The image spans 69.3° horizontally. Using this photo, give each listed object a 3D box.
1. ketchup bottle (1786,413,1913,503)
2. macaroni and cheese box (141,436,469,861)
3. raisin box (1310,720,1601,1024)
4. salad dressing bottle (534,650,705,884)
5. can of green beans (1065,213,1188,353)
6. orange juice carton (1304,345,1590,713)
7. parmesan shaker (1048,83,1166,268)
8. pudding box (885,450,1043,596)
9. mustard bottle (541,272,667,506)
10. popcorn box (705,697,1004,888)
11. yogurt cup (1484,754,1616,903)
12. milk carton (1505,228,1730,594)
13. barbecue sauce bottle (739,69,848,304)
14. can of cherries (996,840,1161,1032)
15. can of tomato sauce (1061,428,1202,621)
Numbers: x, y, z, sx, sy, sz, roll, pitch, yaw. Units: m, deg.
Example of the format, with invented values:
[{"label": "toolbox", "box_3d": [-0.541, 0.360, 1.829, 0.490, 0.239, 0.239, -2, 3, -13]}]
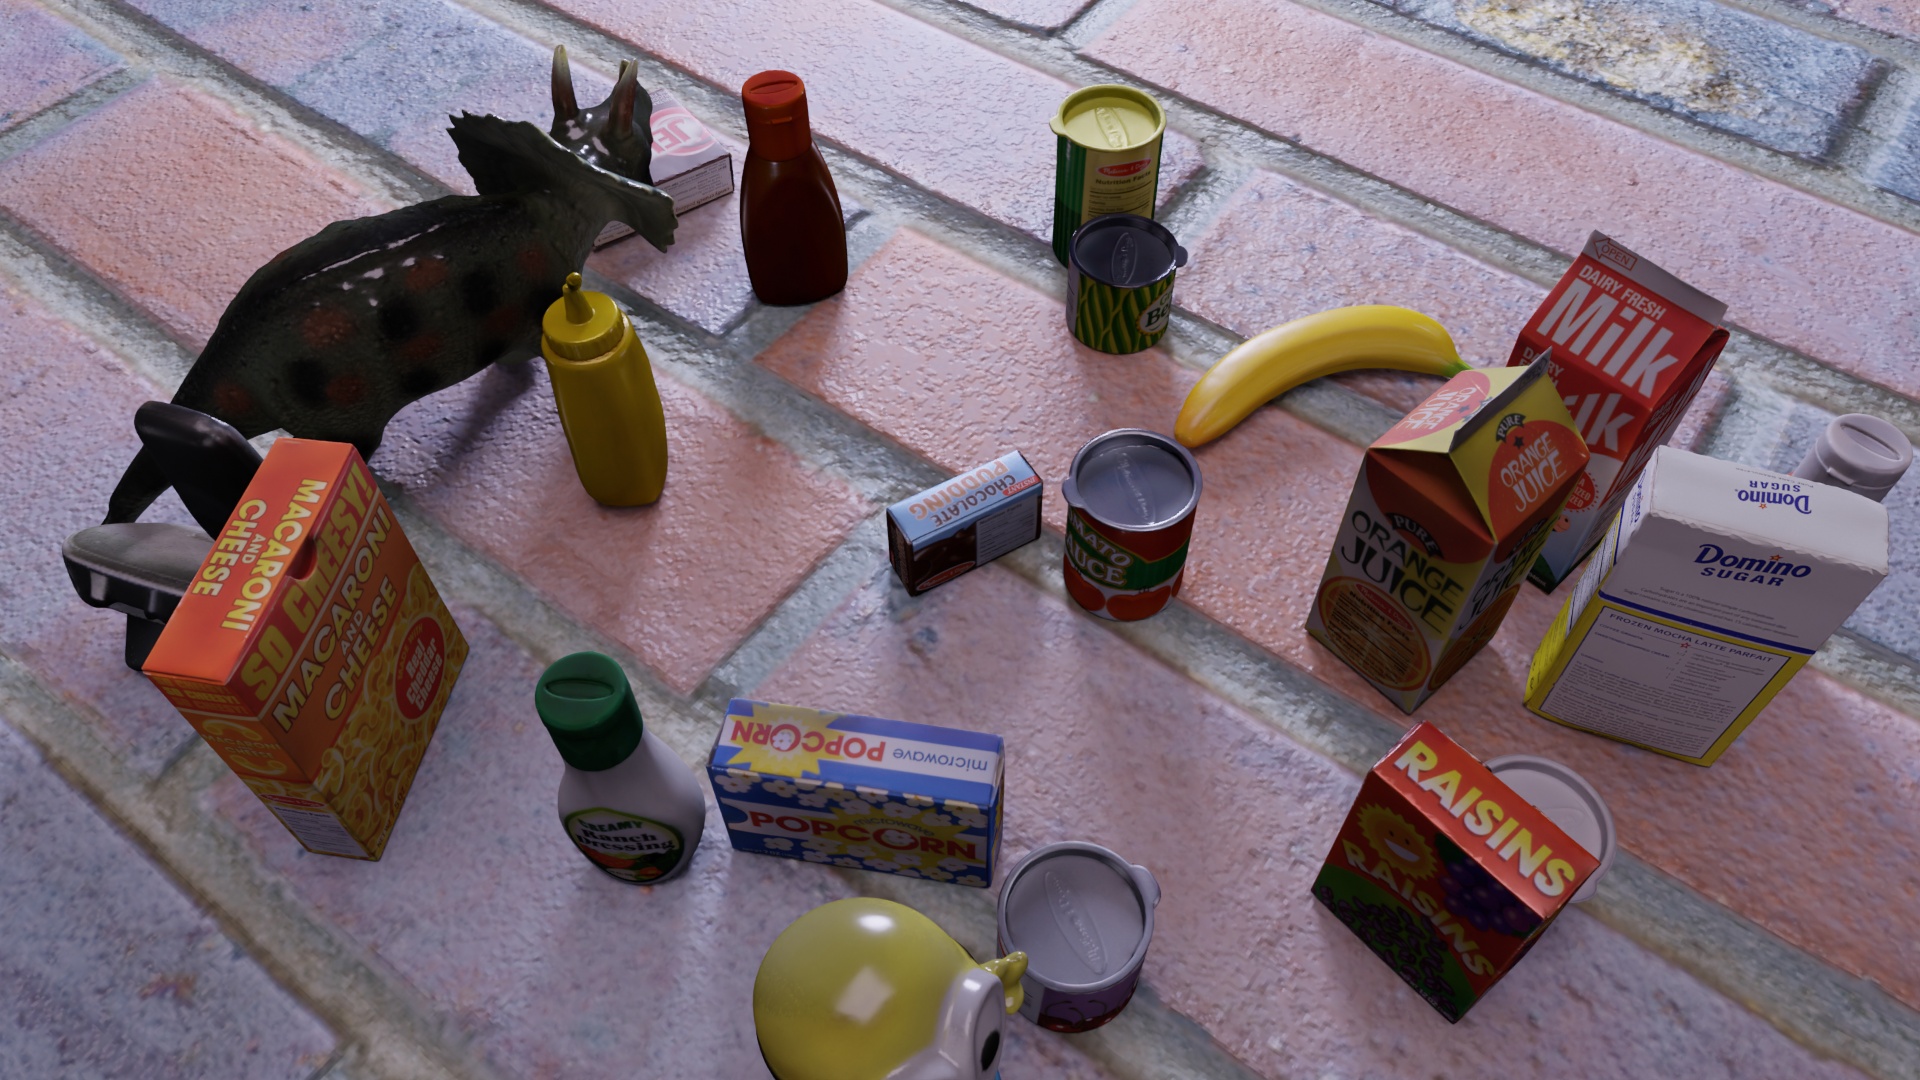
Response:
[{"label": "ketchup bottle", "box_3d": [0.404, 0.001, 0.675, 0.044, 0.148, 0.065, -36, 61, -23]}, {"label": "macaroni and cheese box", "box_3d": [-0.286, 0.053, 0.632, 0.040, 0.165, 0.124, 6, 54, 5]}, {"label": "raisin box", "box_3d": [0.204, 0.142, 0.586, 0.040, 0.122, 0.086, -34, 60, -22]}, {"label": "salad dressing bottle", "box_3d": [-0.150, 0.101, 0.606, 0.064, 0.146, 0.044, 4, 53, 4]}, {"label": "can of green beans", "box_3d": [0.098, -0.157, 0.854, 0.071, 0.057, 0.071, 0, 53, 1]}, {"label": "orange juice carton", "box_3d": [0.229, -0.007, 0.655, 0.072, 0.191, 0.073, -35, 60, -23]}, {"label": "parmesan shaker", "box_3d": [0.089, -0.224, 0.876, 0.071, 0.102, 0.071, 0, 53, 1]}, {"label": "pudding box", "box_3d": [0.003, -0.009, 0.749, 0.084, 0.049, 0.030, -25, 57, -17]}, {"label": "mustard bottle", "box_3d": [-0.191, -0.085, 0.739, 0.049, 0.159, 0.065, -3, 53, -1]}, {"label": "popcorn box", "box_3d": [-0.044, 0.116, 0.632, 0.127, 0.084, 0.038, 7, 54, 6]}, {"label": "yogurt cup", "box_3d": [0.254, 0.139, 0.632, 0.072, 0.053, 0.073, 0, 53, 0]}, {"label": "milk carton", "box_3d": [0.316, -0.066, 0.700, 0.074, 0.189, 0.072, -37, 61, -23]}, {"label": "barbecue sauce bottle", "box_3d": [-0.104, -0.211, 0.840, 0.065, 0.147, 0.044, -14, 54, -9]}, {"label": "can of cherries", "box_3d": [0.051, 0.173, 0.605, 0.071, 0.058, 0.072, 0, 53, 1]}, {"label": "can of tomato sauce", "box_3d": [0.086, -0.006, 0.724, 0.071, 0.082, 0.071, 0, 53, 1]}]
